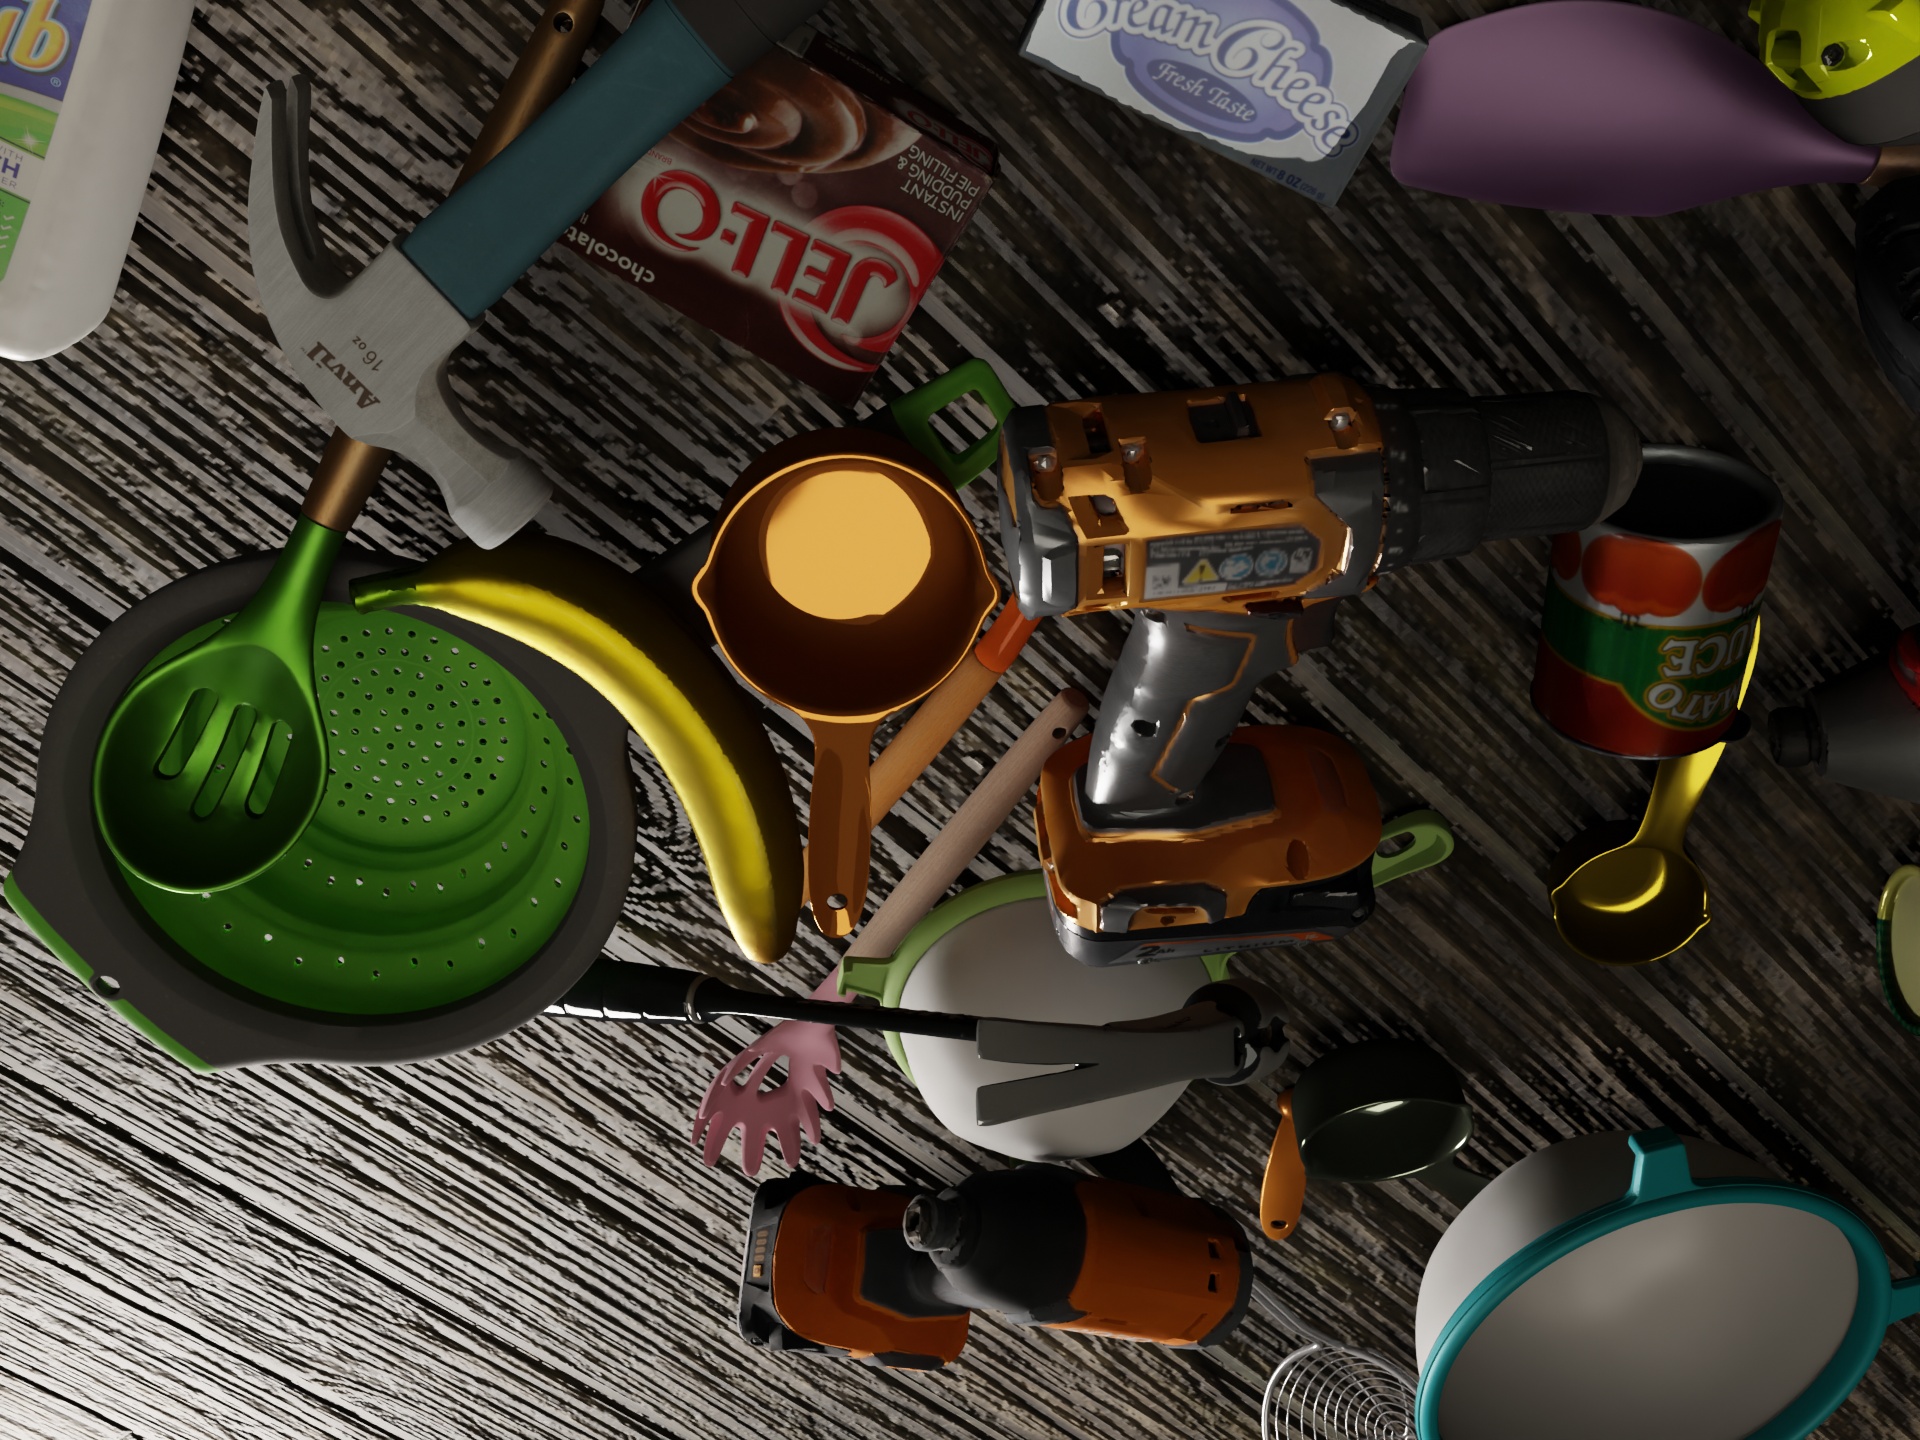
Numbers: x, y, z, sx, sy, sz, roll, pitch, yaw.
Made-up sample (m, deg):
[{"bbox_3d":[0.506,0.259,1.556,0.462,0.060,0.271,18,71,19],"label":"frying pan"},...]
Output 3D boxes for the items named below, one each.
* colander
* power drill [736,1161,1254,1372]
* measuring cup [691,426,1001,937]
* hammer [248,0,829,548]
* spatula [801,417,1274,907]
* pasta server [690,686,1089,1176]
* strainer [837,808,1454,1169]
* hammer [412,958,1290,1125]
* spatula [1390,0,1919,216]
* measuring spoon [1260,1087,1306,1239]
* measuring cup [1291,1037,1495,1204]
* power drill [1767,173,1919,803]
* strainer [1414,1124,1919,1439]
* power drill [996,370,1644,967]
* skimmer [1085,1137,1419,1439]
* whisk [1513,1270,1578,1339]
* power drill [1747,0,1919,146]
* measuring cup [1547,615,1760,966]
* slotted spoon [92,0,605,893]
[{"bbox_3d":[-0.155,-0.021,0.592,0.397,0.095,0.204,-32,114,8],"label":"colander"},{"bbox_3d":[-0.006,0.241,0.710,0.164,0.084,0.226,23,149,-33],"label":"power drill"},{"bbox_3d":[-0.040,-0.013,0.529,0.095,0.052,0.173,0,117,-7],"label":"measuring cup"},{"bbox_3d":[-0.058,-0.191,0.421,0.331,0.033,0.128,-37,113,15],"label":"hammer"},{"bbox_3d":[-0.001,-0.002,0.602,0.081,0.041,0.322,18,132,-27],"label":"spatula"},{"bbox_3d":[-0.034,0.100,0.689,0.060,0.040,0.316,20,128,-23],"label":"pasta server"},{"bbox_3d":[0.085,0.114,0.644,0.256,0.069,0.151,-29,119,18],"label":"strainer"},{"bbox_3d":[-0.091,0.111,0.617,0.409,0.149,0.036,-2,85,35],"label":"hammer"},{"bbox_3d":[0.284,-0.159,0.451,0.316,0.018,0.059,9,130,3],"label":"spatula"},{"bbox_3d":[0.158,0.218,0.768,0.021,0.011,0.116,3,128,6],"label":"measuring spoon"},{"bbox_3d":[0.214,0.190,0.731,0.083,0.038,0.167,-34,133,27],"label":"measuring cup"},{"bbox_3d":[0.325,-0.056,0.480,0.143,0.079,0.219,-8,135,18],"label":"power drill"},{"bbox_3d":[0.255,0.303,0.739,0.210,0.095,0.340,28,112,-23],"label":"strainer"},{"bbox_3d":[0.108,-0.016,0.523,0.185,0.084,0.226,-6,138,-2],"label":"power drill"},{"bbox_3d":[0.131,0.301,0.785,0.127,0.090,0.363,-18,123,46],"label":"skimmer"},{"bbox_3d":[0.342,0.356,0.829,0.055,0.055,0.238,-27,116,26],"label":"whisk"},{"bbox_3d":[0.183,-0.256,0.346,0.228,0.080,0.190,30,110,-13],"label":"power drill"},{"bbox_3d":[0.264,0.022,0.597,0.062,0.029,0.156,9,117,2],"label":"measuring cup"},{"bbox_3d":[-0.186,-0.084,0.499,0.070,0.031,0.313,28,101,-12],"label":"slotted spoon"}]
